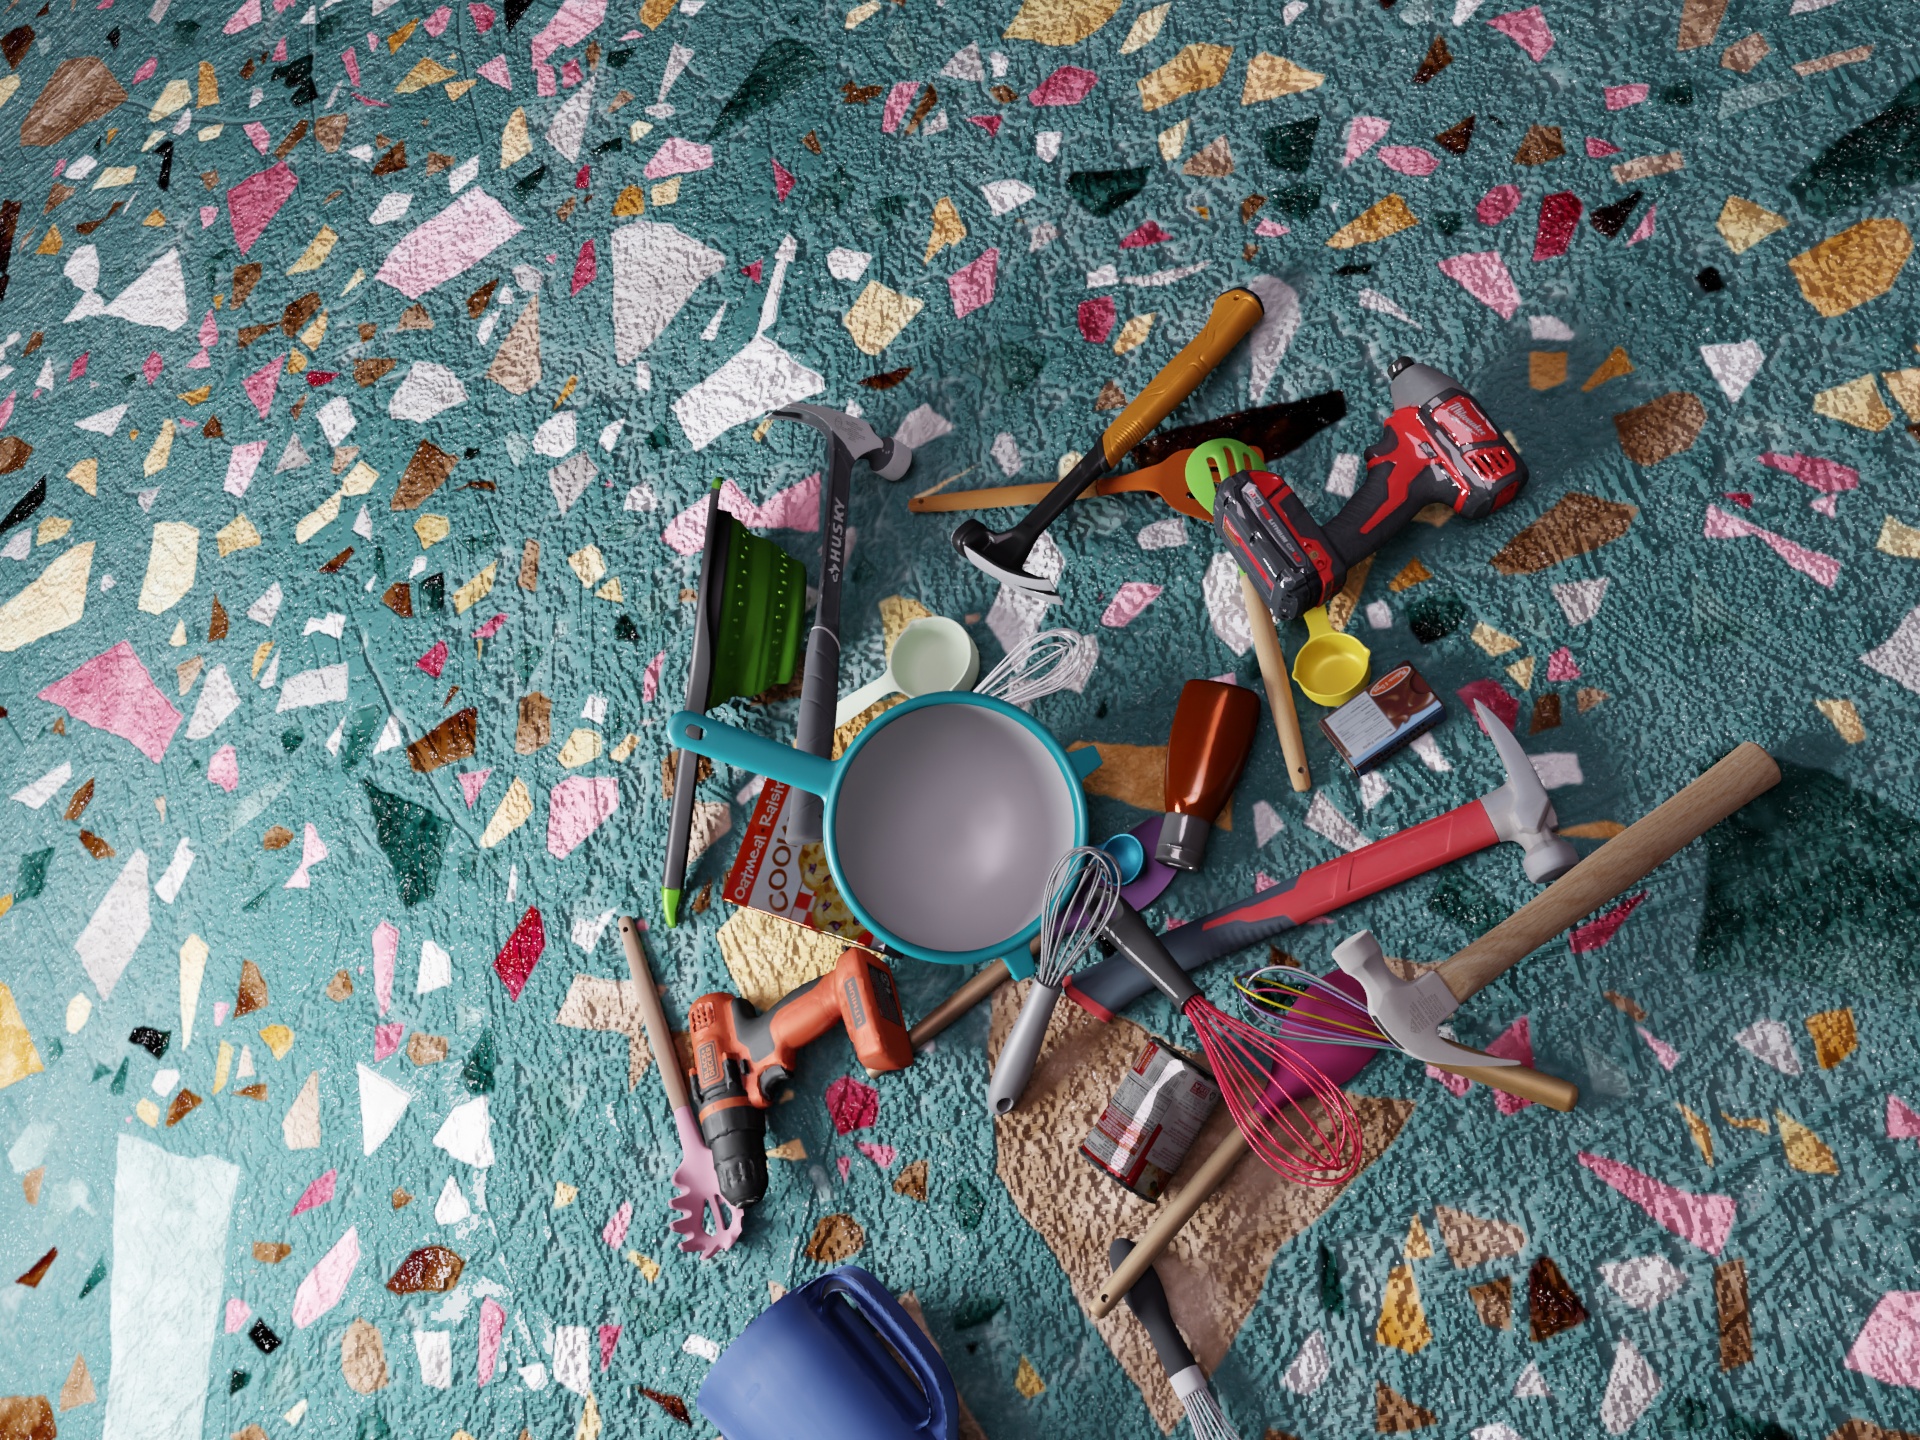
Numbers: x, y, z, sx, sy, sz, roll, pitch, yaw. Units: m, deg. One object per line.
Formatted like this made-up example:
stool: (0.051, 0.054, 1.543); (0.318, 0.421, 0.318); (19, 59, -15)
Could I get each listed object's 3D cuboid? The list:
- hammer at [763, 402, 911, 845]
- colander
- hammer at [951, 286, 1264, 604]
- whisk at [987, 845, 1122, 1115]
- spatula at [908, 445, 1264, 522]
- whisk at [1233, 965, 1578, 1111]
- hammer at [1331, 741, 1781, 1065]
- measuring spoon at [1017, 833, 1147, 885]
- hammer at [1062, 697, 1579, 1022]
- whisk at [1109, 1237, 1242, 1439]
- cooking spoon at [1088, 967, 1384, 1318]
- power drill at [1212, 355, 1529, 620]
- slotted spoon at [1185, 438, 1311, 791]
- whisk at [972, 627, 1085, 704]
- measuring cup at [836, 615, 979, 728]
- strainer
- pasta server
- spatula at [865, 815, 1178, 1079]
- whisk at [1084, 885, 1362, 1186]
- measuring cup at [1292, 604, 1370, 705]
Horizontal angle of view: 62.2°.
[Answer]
hammer: (-0.116, -0.088, 1.354); (0.036, 0.149, 0.409); (-20, 58, 42)
colander: (-0.198, -0.011, 1.409); (0.094, 0.204, 0.397); (7, 90, -10)
hammer: (0.144, -0.241, 1.347); (0.337, 0.034, 0.127); (-47, 47, -9)
whisk: (0.064, 0.201, 1.211); (0.055, 0.055, 0.239); (29, 110, 28)
spatula: (0.102, -0.196, 1.389); (0.323, 0.041, 0.081); (-1, 70, 27)
whisk: (0.310, 0.227, 1.126); (0.245, 0.047, 0.051); (18, 71, 18)
hammer: (0.427, 0.122, 1.097); (0.331, 0.031, 0.130); (-34, 82, -4)
measuring spoon: (0.099, 0.108, 1.278); (0.129, 0.021, 0.042); (6, 77, 43)
hammer: (0.251, 0.121, 1.204); (0.386, 0.038, 0.143); (-25, 63, 13)
whisk: (0.174, 0.490, 1.102); (0.070, 0.070, 0.285); (-34, 57, 9)
cooking spoon: (0.201, 0.306, 1.154); (0.069, 0.017, 0.319); (38, 82, 29)
power drill: (0.314, -0.187, 1.243); (0.219, 0.078, 0.143); (-30, 73, -2)
slotted spoon: (0.241, -0.093, 1.282); (0.070, 0.031, 0.314); (-8, 72, -6)
whisk: (-0.002, -0.004, 1.332); (0.246, 0.059, 0.058); (-32, 46, 2)
measuring cup: (-0.057, -0.026, 1.388); (0.167, 0.038, 0.083); (-31, 63, 12)
strainer: (-0.070, 0.063, 1.254); (0.340, 0.095, 0.211); (20, 81, -10)
pasta server: (-0.247, 0.304, 1.352); (0.060, 0.040, 0.316); (-24, 63, 0)
spatula: (0.049, 0.190, 1.277); (0.316, 0.018, 0.060); (-38, 58, 6)
whisk: (0.178, 0.217, 1.142); (0.073, 0.073, 0.296); (-45, 50, 3)
measuring cup: (0.287, -0.078, 1.272); (0.062, 0.029, 0.157); (-19, 54, 15)
